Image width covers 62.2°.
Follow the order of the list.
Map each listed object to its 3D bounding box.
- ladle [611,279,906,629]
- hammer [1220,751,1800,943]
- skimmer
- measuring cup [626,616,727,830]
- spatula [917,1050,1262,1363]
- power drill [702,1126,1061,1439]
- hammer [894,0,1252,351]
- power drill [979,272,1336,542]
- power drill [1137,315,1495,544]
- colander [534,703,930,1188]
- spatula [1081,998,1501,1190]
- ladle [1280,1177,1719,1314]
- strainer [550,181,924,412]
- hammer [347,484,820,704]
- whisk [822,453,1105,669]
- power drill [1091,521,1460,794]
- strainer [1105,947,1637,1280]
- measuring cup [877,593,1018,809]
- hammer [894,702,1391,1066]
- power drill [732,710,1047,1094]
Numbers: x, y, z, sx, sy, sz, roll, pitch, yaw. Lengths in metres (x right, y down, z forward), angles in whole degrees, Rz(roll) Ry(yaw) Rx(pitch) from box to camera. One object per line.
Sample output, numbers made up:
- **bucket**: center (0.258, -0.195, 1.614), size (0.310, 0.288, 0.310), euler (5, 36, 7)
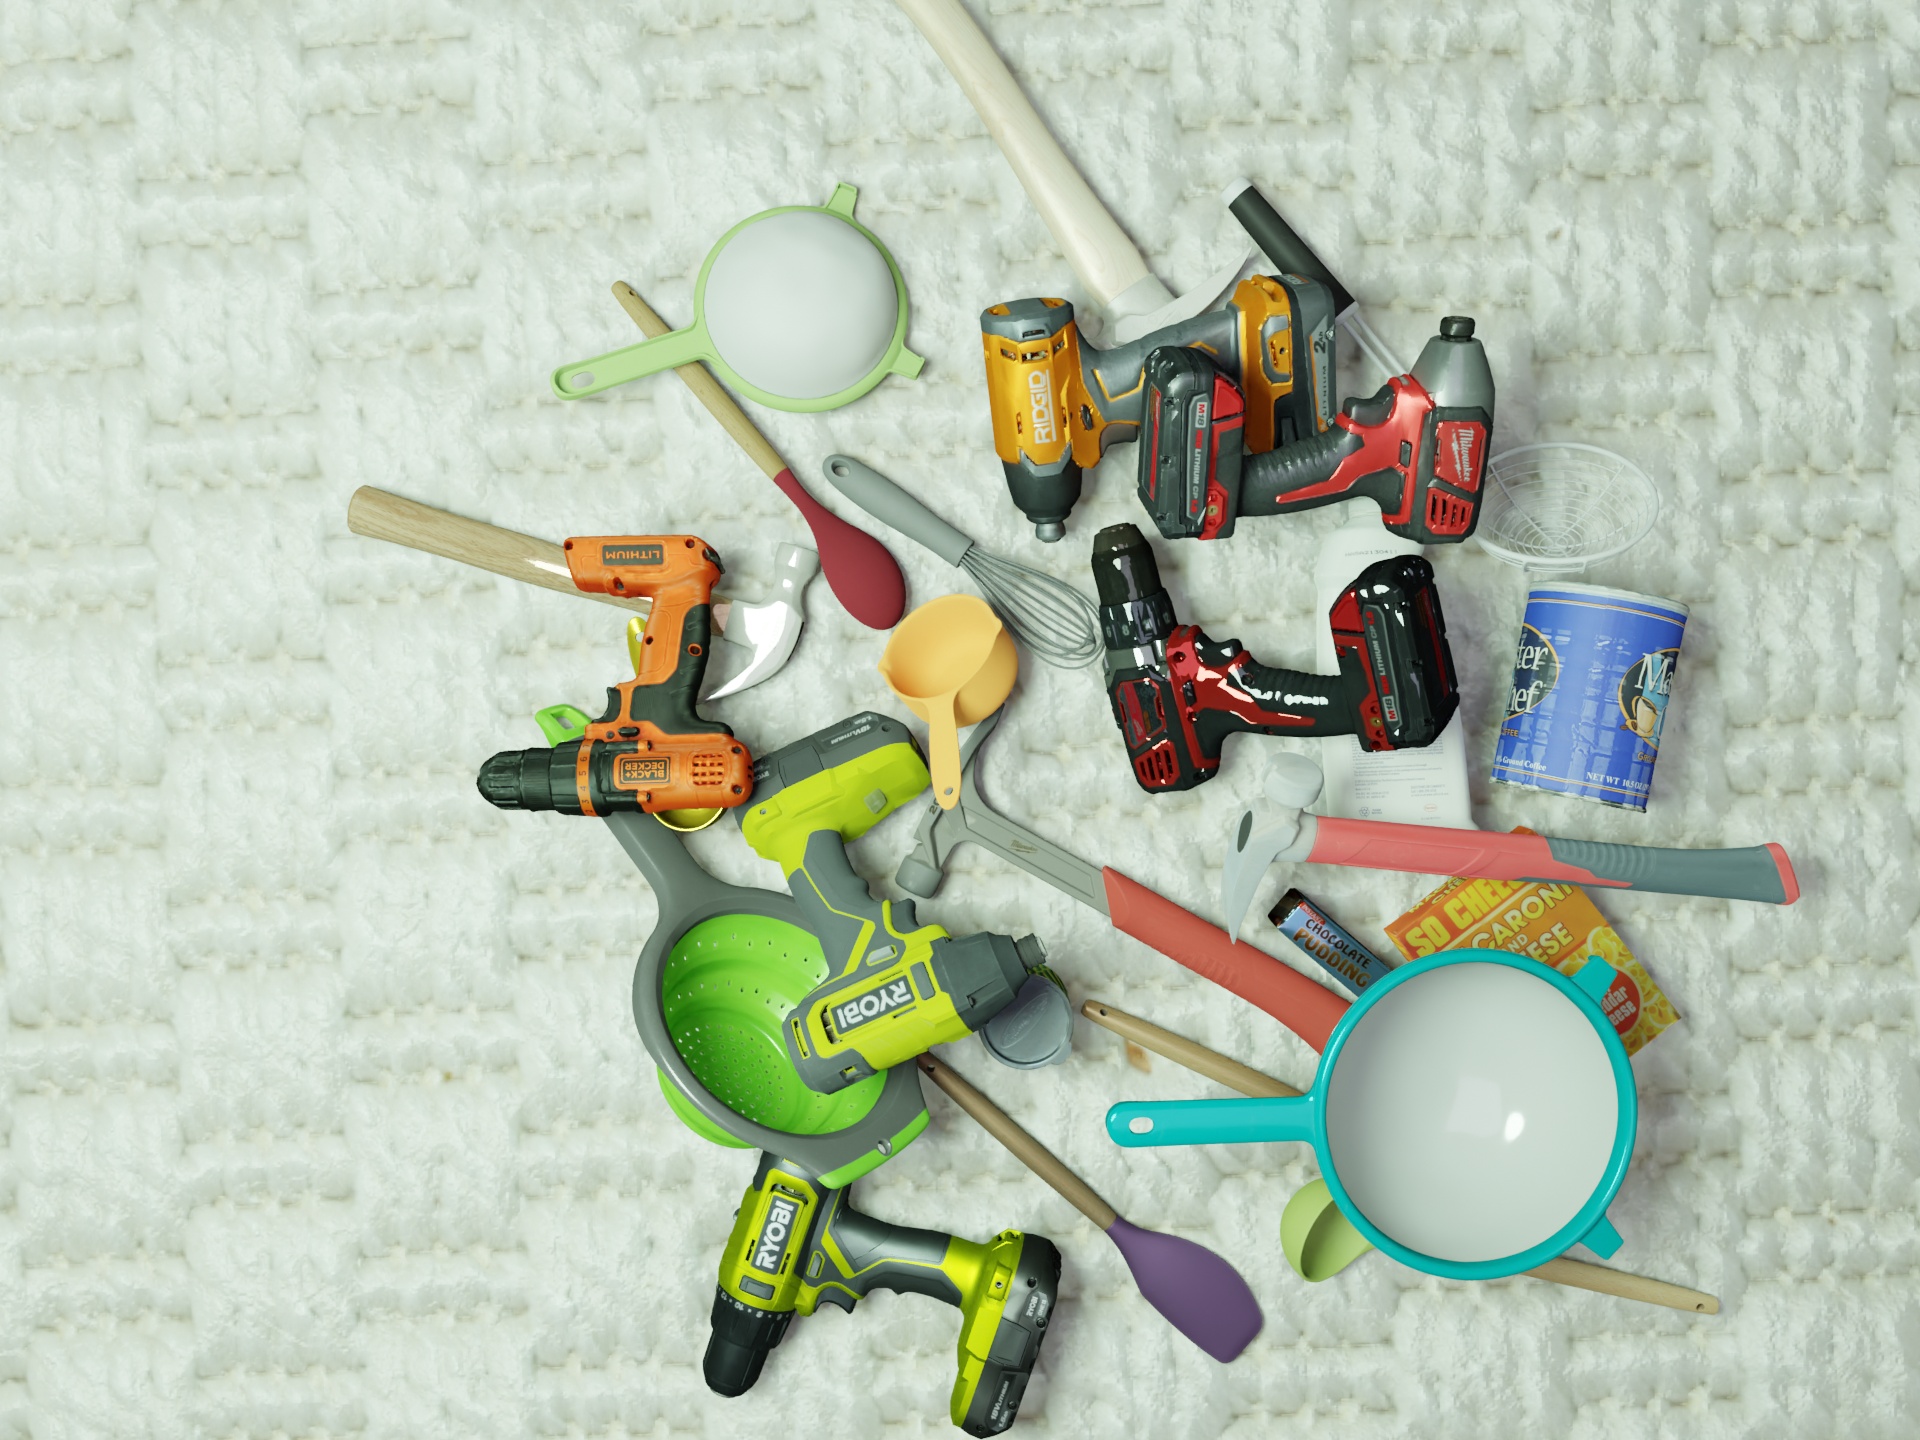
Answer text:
- **ladle**: center (-0.143, -0.192, 1.119), size (0.315, 0.069, 0.031), euler (49, 130, 5)
- **hammer**: center (0.367, 0.103, 1.056), size (0.386, 0.038, 0.143), euler (6, 127, -9)
- **skimmer**: center (0.316, -0.245, 1.080), size (0.127, 0.090, 0.363), euler (-40, 88, -22)
- **measuring cup**: center (-0.201, 0.002, 1.105), size (0.062, 0.029, 0.156), euler (-20, 80, 5)
- **spatula**: center (0.089, 0.339, 1.135), size (0.316, 0.018, 0.060), euler (41, 91, -1)
- **power drill**: center (-0.060, 0.408, 1.113), size (0.228, 0.080, 0.190), euler (19, 92, 4)
- **hammer**: center (0.034, -0.438, 1.111), size (0.146, 0.038, 0.410), euler (-35, 90, 1)
- **power drill**: center (0.133, -0.211, 1.072), size (0.226, 0.084, 0.164), euler (-9, 115, -3)
- **power drill**: center (0.229, -0.183, 1.007), size (0.219, 0.079, 0.143), euler (-1, 115, -5)
- **colander**: center (-0.189, 0.160, 1.100), size (0.397, 0.204, 0.094), euler (51, 127, 15)
- **spatula**: center (0.234, 0.262, 1.116), size (0.317, 0.044, 0.082), euler (23, 62, 3)
- **ladle**: center (0.378, 0.381, 1.110), size (0.320, 0.062, 0.078), euler (13, 105, -1)
- **strainer**: center (-0.158, -0.274, 1.082), size (0.256, 0.069, 0.151), euler (-20, 85, -9)
- **hammer**: center (-0.274, -0.102, 1.129), size (0.331, 0.031, 0.130), euler (16, 91, 2)
- **whisk**: center (0.000, -0.115, 1.116), size (0.239, 0.055, 0.055), euler (35, 92, 5)
- **power drill**: center (0.195, -0.053, 1.049), size (0.227, 0.080, 0.188), euler (-9, 102, 33)
- **strainer**: center (0.261, 0.252, 1.048), size (0.340, 0.095, 0.211), euler (-2, 90, -2)
- **measuring cup**: center (-0.002, -0.003, 1.072), size (0.095, 0.052, 0.174), euler (-19, 52, 20)
- **hammer**: center (0.141, 0.133, 1.118), size (0.359, 0.036, 0.149), euler (29, 92, 2)
- **power drill**: center (-0.053, 0.113, 1.051), size (0.171, 0.080, 0.223), euler (-25, 59, 3)
